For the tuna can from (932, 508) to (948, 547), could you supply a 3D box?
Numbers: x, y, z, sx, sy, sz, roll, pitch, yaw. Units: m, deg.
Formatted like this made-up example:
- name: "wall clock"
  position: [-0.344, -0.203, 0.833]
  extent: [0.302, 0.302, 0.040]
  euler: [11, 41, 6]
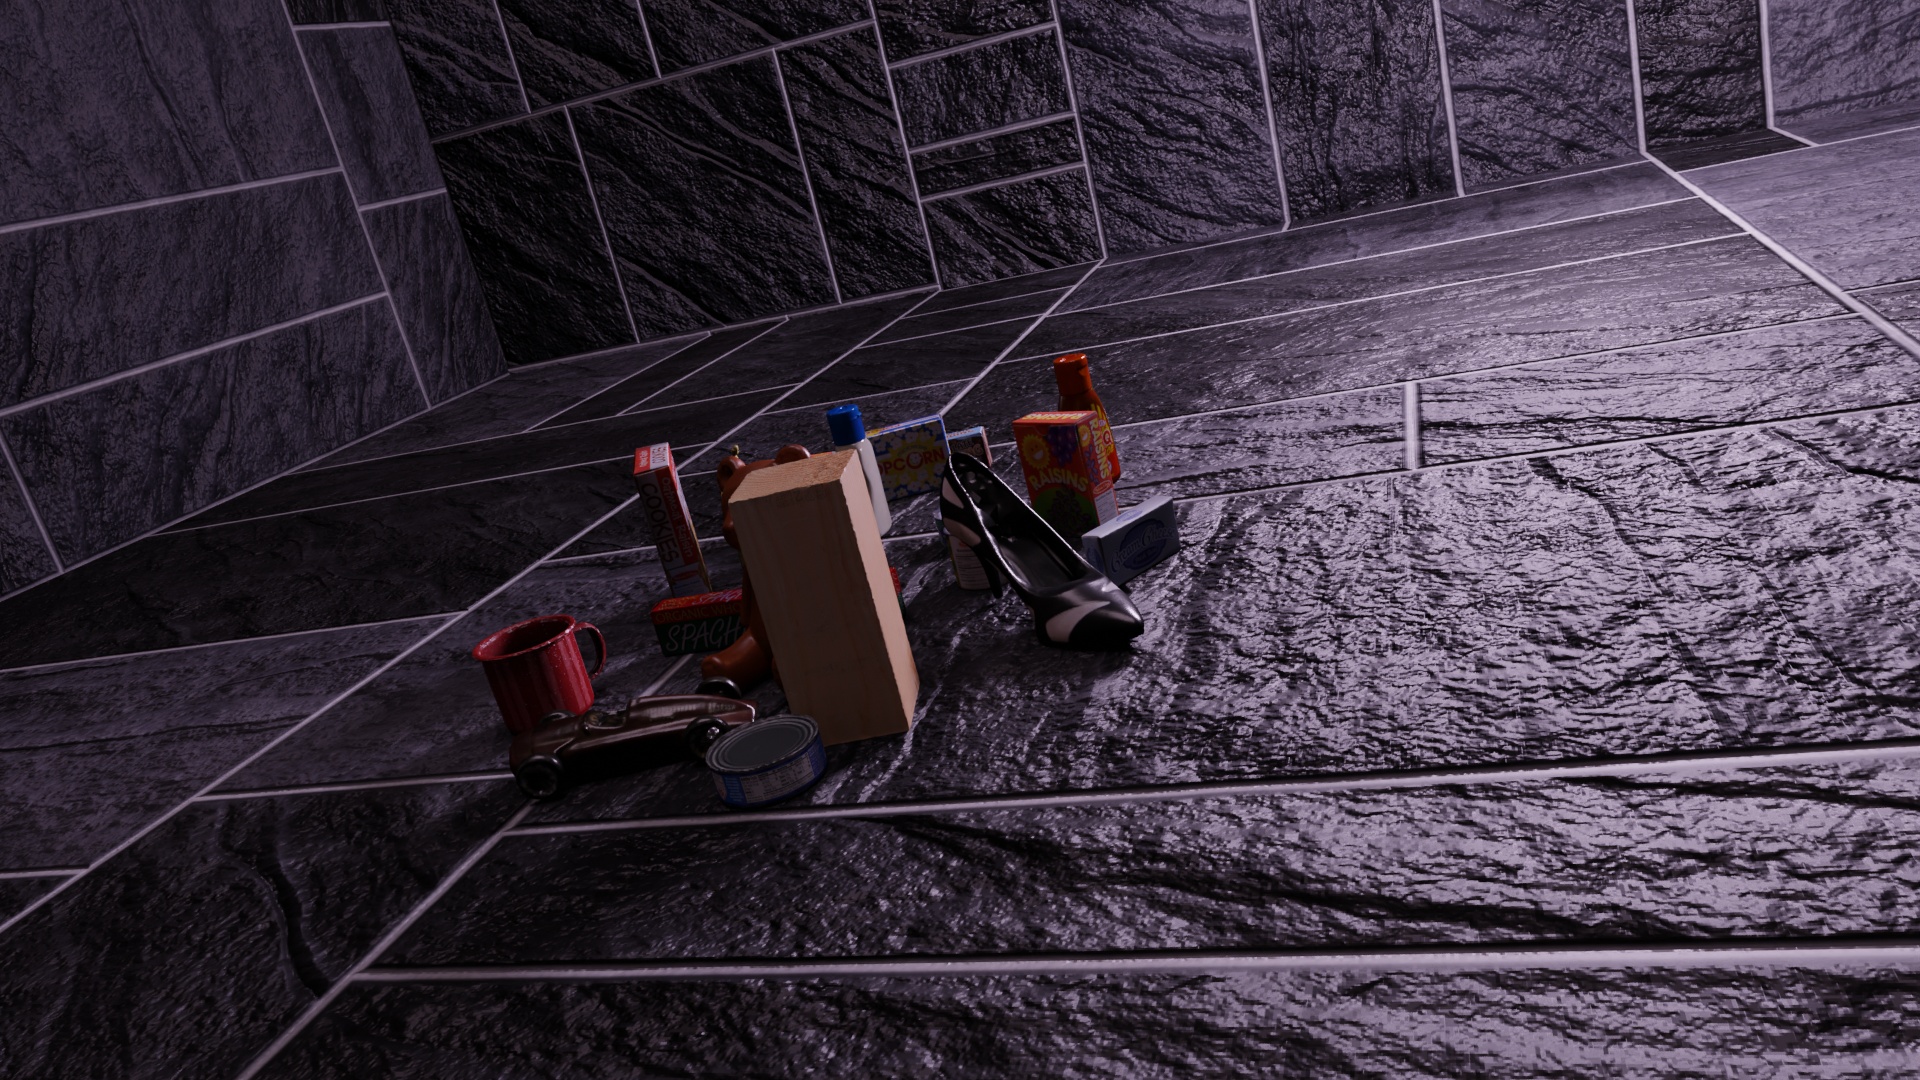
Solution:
- name: "tuna can"
  position: [0.005, -0.018, 1.475]
  extent: [0.071, 0.032, 0.071]
  euler: [-13, 18, 4]

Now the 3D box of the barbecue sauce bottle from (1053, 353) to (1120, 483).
- name: "barbecue sauce bottle"
  position: [0.134, -0.130, 1.526]
  extent: [0.065, 0.148, 0.043]
  euler: [-27, 21, -36]

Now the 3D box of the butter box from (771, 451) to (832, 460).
- name: "butter box"
  position: [-0.207, -0.081, 1.795]
  extent: [0.103, 0.053, 0.024]
  euler: [-6, 19, 23]

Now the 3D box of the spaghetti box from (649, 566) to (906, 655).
- name: "spaghetti box"
  position: [-0.176, 0.068, 1.318]
  extent: [0.250, 0.050, 0.029]
  euler: [-9, 18, 16]

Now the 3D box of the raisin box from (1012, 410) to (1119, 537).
- name: "raisin box"
  position: [0.106, -0.066, 1.395]
  extent: [0.086, 0.123, 0.040]
  euler: [4, 25, 45]

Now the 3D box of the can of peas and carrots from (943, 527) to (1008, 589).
- name: "can of peas and carrots"
  position: [0.023, 0.008, 1.338]
  extent: [0.071, 0.058, 0.071]
  euler: [-13, 17, 4]

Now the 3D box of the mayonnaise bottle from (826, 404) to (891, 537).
- name: "mayonnaise bottle"
  position: [-0.114, -0.077, 1.555]
  extent: [0.041, 0.147, 0.065]
  euler: [-10, 18, 14]

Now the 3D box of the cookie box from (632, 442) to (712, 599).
- name: "cookie box"
  position: [-0.302, -0.010, 1.461]
  extent: [0.040, 0.167, 0.123]
  euler: [-17, 17, -8]

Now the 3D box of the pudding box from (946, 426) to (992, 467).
- name: "pudding box"
  position: [-0.006, -0.109, 1.733]
  extent: [0.084, 0.049, 0.030]
  euler: [-11, 17, 9]

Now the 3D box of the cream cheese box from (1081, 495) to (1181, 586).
- name: "cream cheese box"
  position: [0.157, 0.002, 1.263]
  extent: [0.104, 0.053, 0.024]
  euler: [-27, 21, -35]

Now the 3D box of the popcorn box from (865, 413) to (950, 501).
- name: "popcorn box"
  position: [-0.075, -0.097, 1.691]
  extent: [0.127, 0.085, 0.038]
  euler: [-14, 17, -1]

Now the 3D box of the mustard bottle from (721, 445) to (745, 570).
- name: "mustard bottle"
  position: [-0.218, -0.023, 1.449]
  extent: [0.049, 0.159, 0.065]
  euler: [-16, 17, -8]
